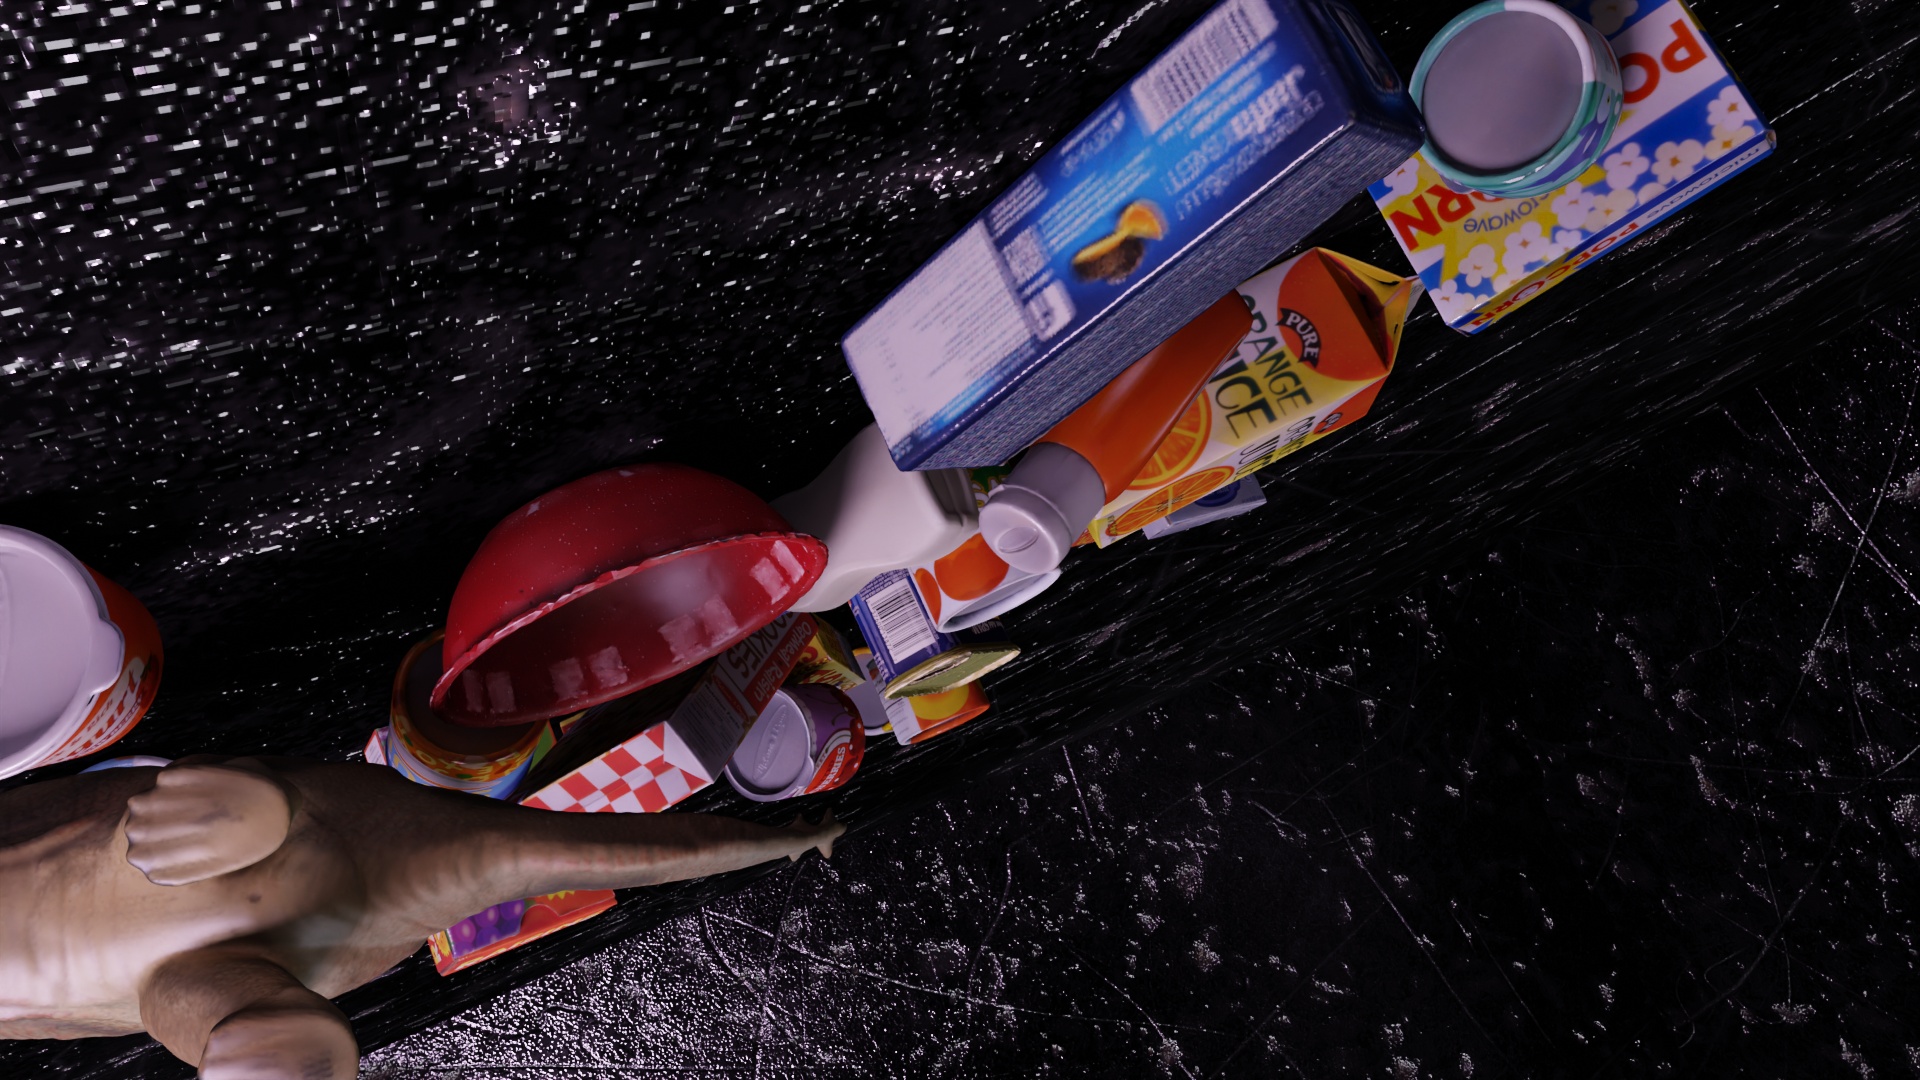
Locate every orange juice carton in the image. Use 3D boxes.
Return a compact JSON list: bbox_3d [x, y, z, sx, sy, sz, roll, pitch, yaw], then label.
[{"bbox_3d":[0.136,-0.075,0.670,0.193,0.073,0.071,-27,166,1],"label":"orange juice carton"}]

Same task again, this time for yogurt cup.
[{"bbox_3d":[-0.259,0.033,0.381,0.072,0.072,0.054,-23,174,-11],"label":"yogurt cup"}]

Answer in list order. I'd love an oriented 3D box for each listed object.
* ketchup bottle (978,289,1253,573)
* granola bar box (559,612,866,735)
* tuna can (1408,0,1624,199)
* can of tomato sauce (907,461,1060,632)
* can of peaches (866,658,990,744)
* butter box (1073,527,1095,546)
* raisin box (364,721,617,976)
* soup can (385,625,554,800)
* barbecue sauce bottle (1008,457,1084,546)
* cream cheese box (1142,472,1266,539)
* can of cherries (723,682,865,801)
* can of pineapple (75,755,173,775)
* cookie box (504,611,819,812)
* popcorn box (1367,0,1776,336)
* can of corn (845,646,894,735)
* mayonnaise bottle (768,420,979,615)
[{"bbox_3d":[0.061,-0.049,0.564,0.149,0.043,0.064,-50,-170,-31],"label":"ketchup bottle"},{"bbox_3d":[-0.152,0.101,0.883,0.165,0.039,0.124,-26,165,1],"label":"granola bar box"},{"bbox_3d":[0.193,-0.154,0.491,0.070,0.071,0.033,-36,162,36],"label":"tuna can"},{"bbox_3d":[0.002,-0.008,0.657,0.071,0.083,0.071,-24,167,-6],"label":"can of tomato sauce"},{"bbox_3d":[-0.019,0.095,0.918,0.071,0.058,0.071,-22,166,-6],"label":"can of peaches"},{"bbox_3d":[0.078,-0.016,0.896,0.104,0.024,0.053,-12,161,-45],"label":"butter box"},{"bbox_3d":[-0.240,0.146,0.710,0.086,0.123,0.040,-13,162,-39],"label":"raisin box"},{"bbox_3d":[-0.222,0.082,0.620,0.071,0.071,0.083,-18,164,-30],"label":"soup can"},{"bbox_3d":[0.029,-0.016,0.765,0.064,0.044,0.148,-32,166,19],"label":"barbecue sauce bottle"},{"bbox_3d":[0.147,-0.036,0.880,0.104,0.053,0.024,-13,163,-42],"label":"cream cheese box"},{"bbox_3d":[-0.096,0.119,0.813,0.071,0.071,0.058,-32,162,24],"label":"can of cherries"},{"bbox_3d":[-0.346,0.130,0.577,0.071,0.071,0.057,-16,162,-36],"label":"can of pineapple"},{"bbox_3d":[-0.151,0.092,0.707,0.122,0.040,0.168,-30,-168,21],"label":"cookie box"},{"bbox_3d":[0.226,-0.148,0.531,0.126,0.085,0.038,-34,163,31],"label":"popcorn box"},{"bbox_3d":[-0.055,0.108,1.039,0.071,0.071,0.058,-32,165,23],"label":"can of corn"},{"bbox_3d":[-0.060,0.000,0.629,0.147,0.065,0.041,-30,164,34],"label":"mayonnaise bottle"}]
